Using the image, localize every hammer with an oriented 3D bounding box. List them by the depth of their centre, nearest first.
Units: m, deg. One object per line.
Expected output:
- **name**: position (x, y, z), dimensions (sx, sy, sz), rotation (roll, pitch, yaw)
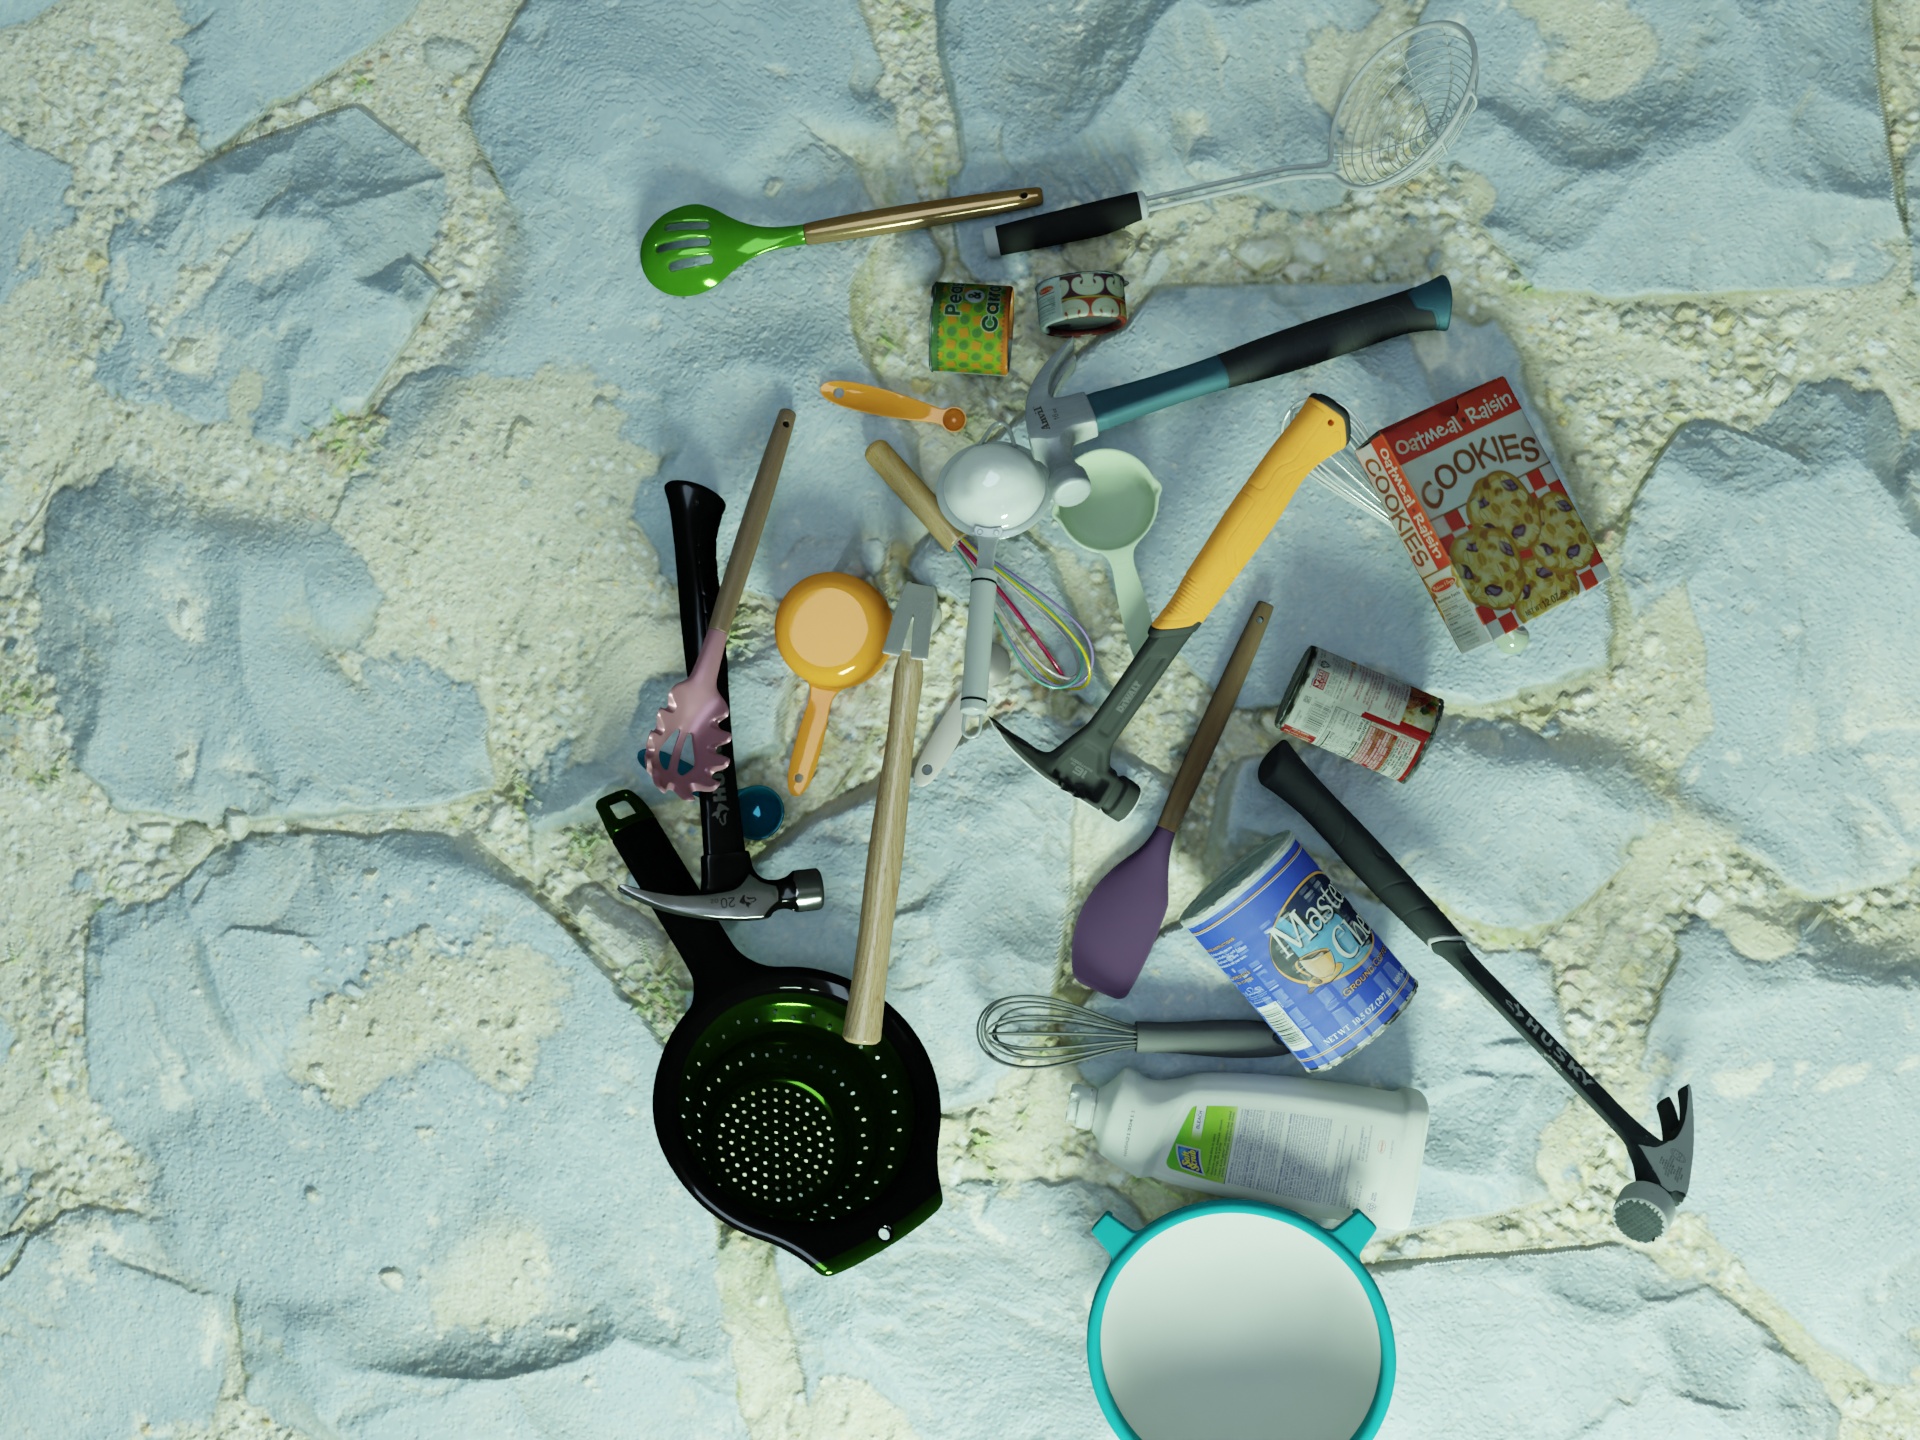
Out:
- **hammer**: position (0.363, 0.170, 1.132), dimensions (0.409, 0.149, 0.036), rotation (48, 129, 12)
- **hammer**: position (-0.049, 0.064, 1.136), dimensions (0.031, 0.130, 0.331), rotation (7, 86, 2)
- **hammer**: position (0.161, -0.091, 1.139), dimensions (0.127, 0.034, 0.337), rotation (32, 99, -20)
- **hammer**: position (0.205, -0.258, 1.162), dimensions (0.331, 0.033, 0.128), rotation (-18, 59, -2)
- **hammer**: position (-0.192, -0.017, 1.180), dimensions (0.146, 0.035, 0.335), rotation (-5, 80, -15)

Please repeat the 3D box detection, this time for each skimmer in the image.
- **skimmer**: position (0.189, -0.413, 1.156), dimensions (0.363, 0.090, 0.127), rotation (-12, 56, 7)

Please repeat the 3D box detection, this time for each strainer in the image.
- **strainer**: position (0.202, 0.498, 1.139), dimensions (0.211, 0.095, 0.340), rotation (-3, 92, 8)
- **strainer**: position (0.019, -0.111, 1.148), dimensions (0.087, 0.050, 0.259), rotation (3, 73, 6)

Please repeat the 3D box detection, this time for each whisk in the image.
- **whisk**: position (0.327, -0.141, 1.166), dimensions (0.246, 0.058, 0.059), rotation (47, 127, 1)
- **whisk**: position (0.131, 0.231, 1.173), dimensions (0.239, 0.055, 0.055), rotation (2, 89, 0)
- **whisk**: position (0.011, -0.115, 1.191), dimensions (0.051, 0.047, 0.245), rotation (-40, 82, -9)

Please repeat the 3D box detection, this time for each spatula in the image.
- **spatula**: position (0.162, 0.056, 1.185), dimensions (0.060, 0.018, 0.316), rotation (25, 92, 5)

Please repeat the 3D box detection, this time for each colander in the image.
- **colander**: position (-0.168, 0.226, 1.174), dimensions (0.204, 0.094, 0.397), rotation (-22, 65, -32)

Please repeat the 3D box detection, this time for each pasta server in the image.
- **pasta server**: position (-0.167, -0.091, 1.165), dimensions (0.060, 0.040, 0.316), rotation (22, 72, -22)

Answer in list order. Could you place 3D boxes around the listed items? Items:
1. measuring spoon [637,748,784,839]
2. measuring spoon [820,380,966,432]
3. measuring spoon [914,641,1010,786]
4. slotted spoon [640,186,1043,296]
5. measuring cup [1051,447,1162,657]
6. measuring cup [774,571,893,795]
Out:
- **measuring spoon**: position (-0.190, 0.053, 1.217), dimensions (0.129, 0.021, 0.042), rotation (25, 82, 14)
- **measuring spoon**: position (-0.051, -0.240, 1.213), dimensions (0.117, 0.011, 0.021), rotation (15, 91, 8)
- **measuring spoon**: position (-0.002, -0.004, 1.199), dimensions (0.034, 0.018, 0.124), rotation (30, 92, 4)
- **slotted spoon**: position (-0.093, -0.376, 1.209), dimensions (0.314, 0.031, 0.070), rotation (-8, 88, 3)
- **measuring cup**: position (0.120, -0.118, 1.184), dimensions (0.083, 0.038, 0.167), rotation (-14, 93, 4)
- **measuring cup**: position (-0.106, -0.028, 1.190), dimensions (0.095, 0.052, 0.173), rotation (14, 88, 5)
